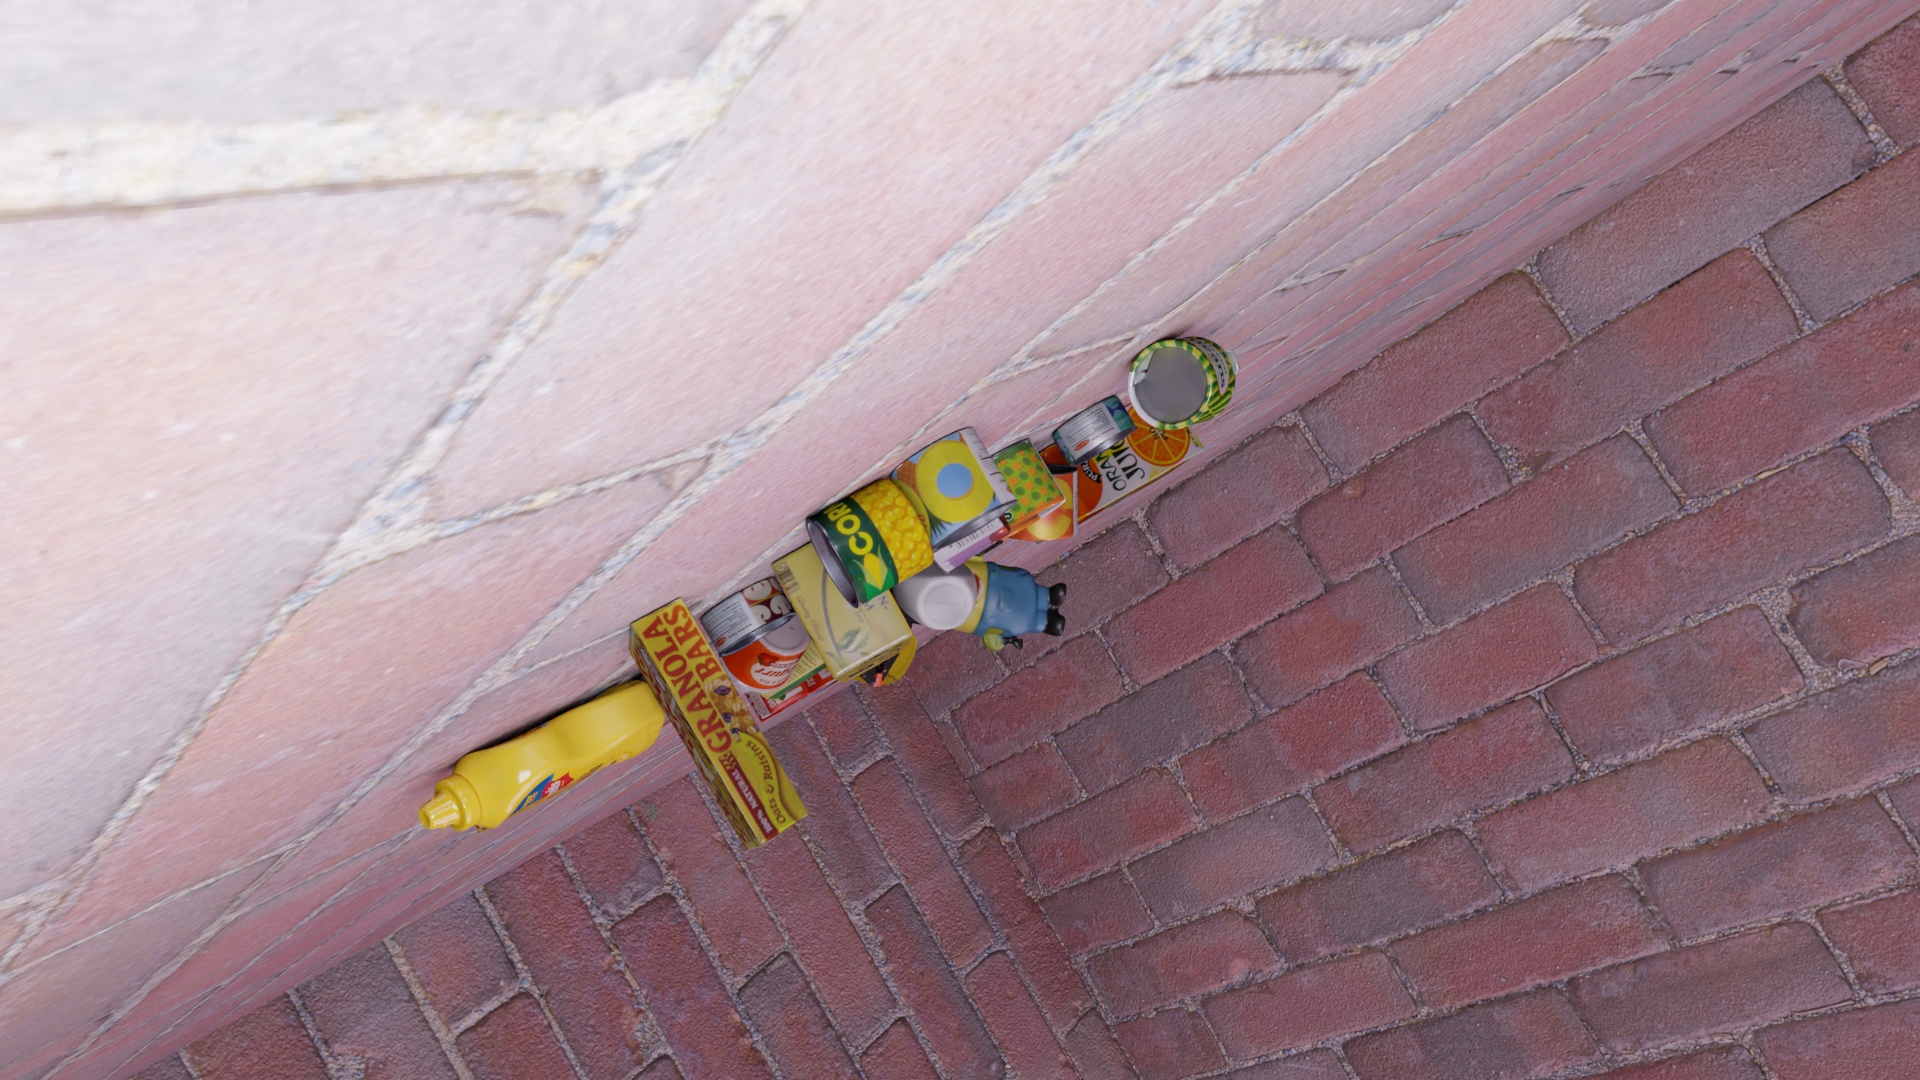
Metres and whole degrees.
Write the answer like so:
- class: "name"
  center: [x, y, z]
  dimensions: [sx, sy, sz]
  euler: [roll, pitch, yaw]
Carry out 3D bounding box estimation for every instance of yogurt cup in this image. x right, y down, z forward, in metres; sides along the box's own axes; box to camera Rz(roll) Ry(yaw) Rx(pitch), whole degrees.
- class: "yogurt cup"
  center: [-0.160, 0.084, 1.150]
  dimensions: [0.073, 0.072, 0.053]
  euler: [-25, 164, -46]

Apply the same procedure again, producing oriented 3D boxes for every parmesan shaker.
- class: "parmesan shaker"
  center: [-0.148, 0.097, 1.295]
  dimensions: [0.103, 0.071, 0.071]
  euler: [-33, 175, 18]

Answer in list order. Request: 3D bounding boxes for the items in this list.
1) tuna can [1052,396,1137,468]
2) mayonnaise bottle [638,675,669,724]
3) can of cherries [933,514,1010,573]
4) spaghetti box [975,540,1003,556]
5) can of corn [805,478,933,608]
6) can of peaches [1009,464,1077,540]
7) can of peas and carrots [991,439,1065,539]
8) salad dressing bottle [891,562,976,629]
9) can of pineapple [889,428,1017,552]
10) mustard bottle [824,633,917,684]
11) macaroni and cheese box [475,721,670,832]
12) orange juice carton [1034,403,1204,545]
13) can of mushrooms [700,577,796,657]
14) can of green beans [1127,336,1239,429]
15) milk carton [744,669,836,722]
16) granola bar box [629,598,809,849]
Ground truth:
- class: "tuna can"
  center: [0.114, -0.092, 1.174]
  dimensions: [0.071, 0.033, 0.071]
  euler: [-30, 175, -3]
- class: "mayonnaise bottle"
  center: [-0.243, 0.121, 1.154]
  dimensions: [0.065, 0.041, 0.147]
  euler: [-31, 175, -31]
- class: "can of cherries"
  center: [-0.003, -0.019, 1.028]
  dimensions: [0.058, 0.071, 0.071]
  euler: [-33, 175, 7]
- class: "spaghetti box"
  center: [0.004, -0.015, 1.196]
  dimensions: [0.028, 0.050, 0.250]
  euler: [-32, 175, 4]
- class: "can of corn"
  center: [-0.059, -0.001, 0.892]
  dimensions: [0.058, 0.071, 0.071]
  euler: [-30, 175, -15]
- class: "can of peaches"
  center: [0.066, -0.033, 1.199]
  dimensions: [0.071, 0.058, 0.071]
  euler: [-2, -169, 0]
- class: "can of peas and carrots"
  center: [0.041, -0.039, 1.121]
  dimensions: [0.071, 0.059, 0.071]
  euler: [-31, 174, -3]
- class: "salad dressing bottle"
  center: [-0.029, 0.025, 1.105]
  dimensions: [0.064, 0.043, 0.148]
  euler: [0, -162, -15]
- class: "can of pineapple"
  center: [-0.006, -0.032, 0.913]
  dimensions: [0.071, 0.058, 0.071]
  euler: [-30, 175, -3]
- class: "mustard bottle"
  center: [-0.121, 0.098, 1.352]
  dimensions: [0.160, 0.048, 0.065]
  euler: [7, -124, 33]
- class: "macaroni and cheese box"
  center: [-0.349, 0.194, 1.254]
  dimensions: [0.166, 0.040, 0.124]
  euler: [-33, 175, 25]
- class: "orange juice carton"
  center: [0.125, -0.065, 1.289]
  dimensions: [0.193, 0.072, 0.072]
  euler: [-28, 174, -27]
- class: "can of mushrooms"
  center: [-0.159, 0.058, 1.050]
  dimensions: [0.071, 0.033, 0.071]
  euler: [-31, 174, -3]
- class: "can of green beans"
  center: [0.164, -0.117, 1.030]
  dimensions: [0.071, 0.071, 0.058]
  euler: [-33, 174, 28]
- class: "milk carton"
  center: [-0.179, 0.136, 1.490]
  dimensions: [0.073, 0.072, 0.191]
  euler: [-33, 175, 24]
- class: "granola bar box"
  center: [-0.166, 0.128, 0.942]
  dimensions: [0.039, 0.165, 0.124]
  euler: [-30, 175, -19]
